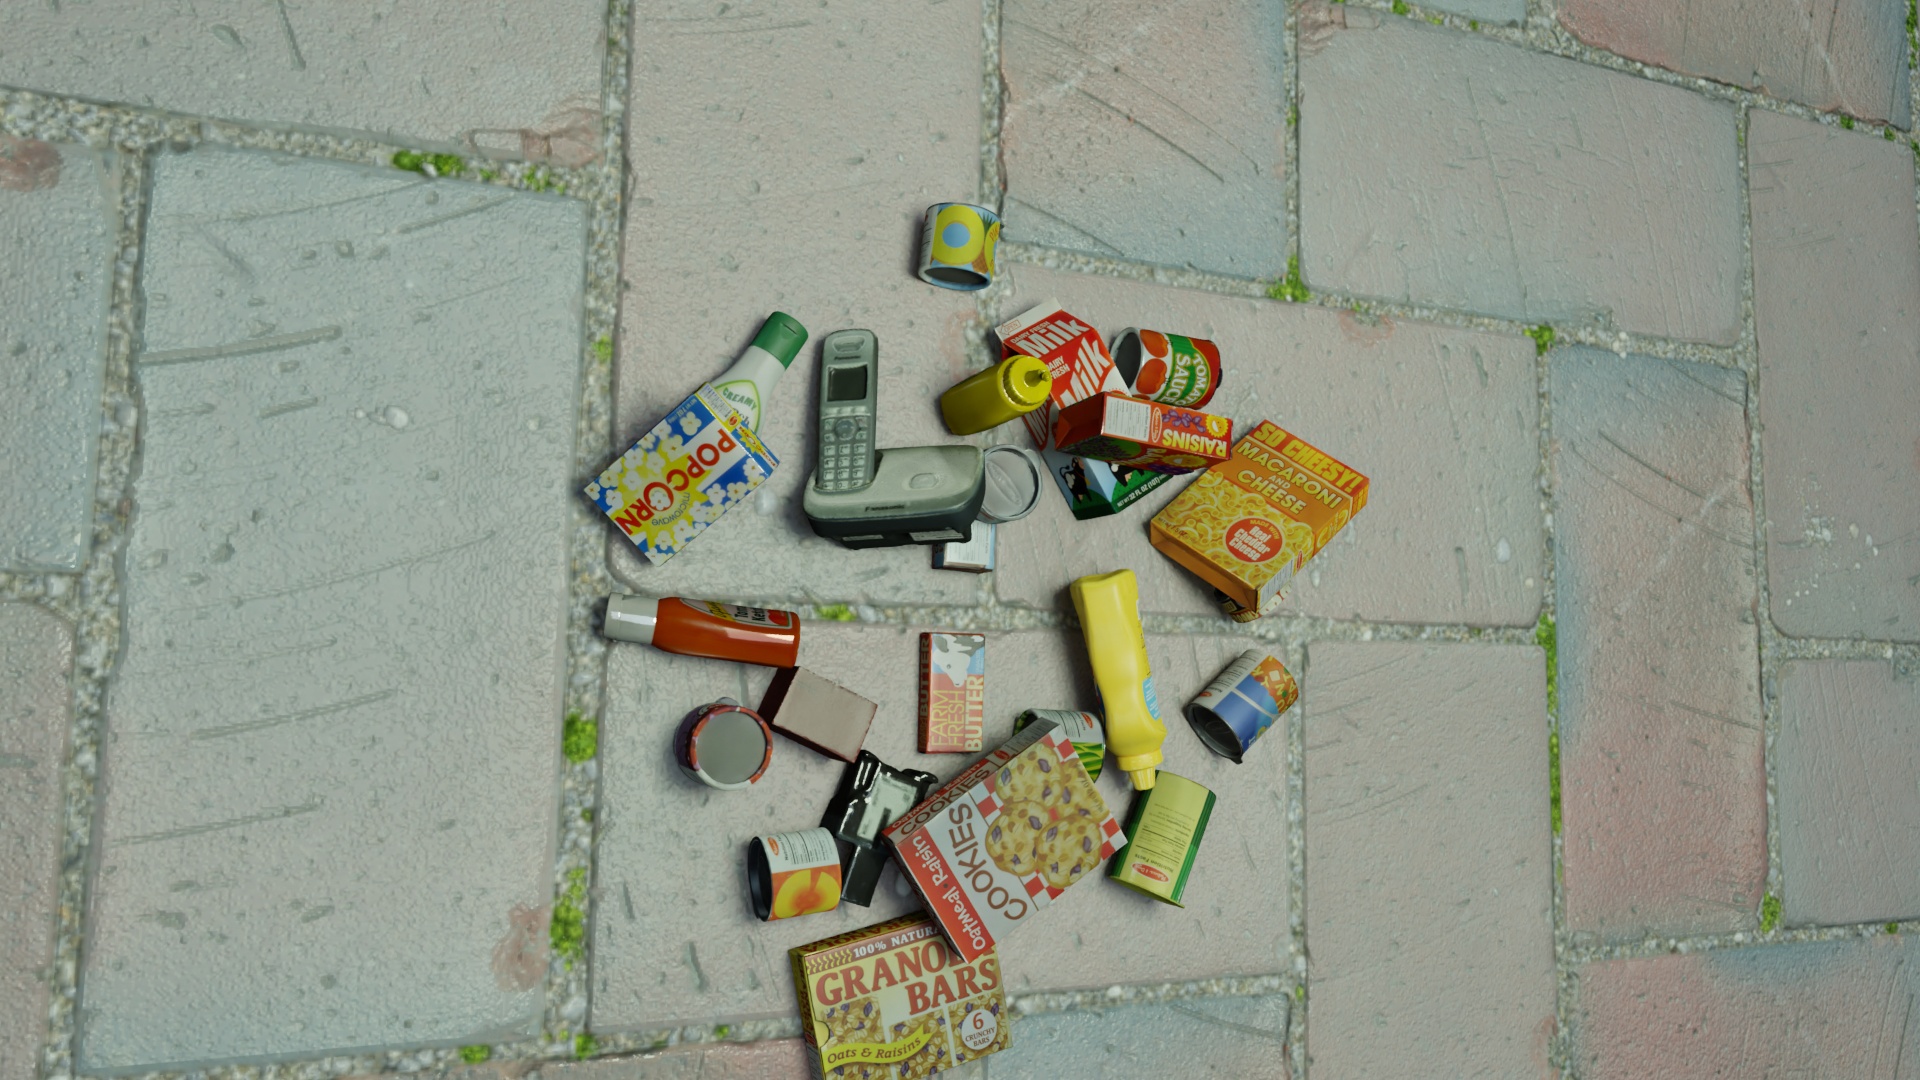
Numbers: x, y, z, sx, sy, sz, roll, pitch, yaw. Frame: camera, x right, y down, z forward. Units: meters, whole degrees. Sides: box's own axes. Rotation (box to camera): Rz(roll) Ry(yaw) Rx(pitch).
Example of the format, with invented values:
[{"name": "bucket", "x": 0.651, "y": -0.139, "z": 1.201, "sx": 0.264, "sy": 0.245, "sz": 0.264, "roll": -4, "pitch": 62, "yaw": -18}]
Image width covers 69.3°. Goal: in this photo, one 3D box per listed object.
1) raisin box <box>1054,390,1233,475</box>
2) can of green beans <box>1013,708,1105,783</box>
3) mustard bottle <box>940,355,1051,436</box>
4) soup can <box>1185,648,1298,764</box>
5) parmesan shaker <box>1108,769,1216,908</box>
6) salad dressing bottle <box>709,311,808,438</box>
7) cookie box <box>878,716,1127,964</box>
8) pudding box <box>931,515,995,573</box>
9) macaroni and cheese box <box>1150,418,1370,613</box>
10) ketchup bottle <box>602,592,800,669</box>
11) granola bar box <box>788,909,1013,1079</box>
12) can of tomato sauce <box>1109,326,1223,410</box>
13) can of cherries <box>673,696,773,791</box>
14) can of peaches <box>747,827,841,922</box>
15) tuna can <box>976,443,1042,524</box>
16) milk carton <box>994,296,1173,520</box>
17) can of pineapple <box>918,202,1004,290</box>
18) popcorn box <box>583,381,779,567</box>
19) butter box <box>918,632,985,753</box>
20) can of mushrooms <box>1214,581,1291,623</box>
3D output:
[{"name": "raisin box", "x": 0.153, "y": -0.088, "z": 1.164, "sx": 0.123, "sy": 0.086, "sz": 0.040, "roll": 9, "pitch": 80, "yaw": -22}, {"name": "can of green beans", "x": 0.084, "y": 0.179, "z": 1.199, "sx": 0.058, "sy": 0.071, "sz": 0.071, "roll": 6, "pitch": 82, "yaw": -22}, {"name": "mustard bottle", "x": 0.038, "y": -0.125, "z": 1.159, "sx": 0.065, "sy": 0.160, "sz": 0.049, "roll": -25, "pitch": 94, "yaw": -25}, {"name": "soup can", "x": 0.261, "y": 0.152, "z": 1.280, "sx": 0.084, "sy": 0.071, "sz": 0.071, "roll": -39, "pitch": 101, "yaw": -22}, {"name": "parmesan shaker", "x": 0.183, "y": 0.264, "z": 1.233, "sx": 0.071, "sy": 0.071, "sz": 0.103, "roll": 29, "pitch": 74, "yaw": -19}, {"name": "salad dressing bottle", "x": -0.177, "y": -0.119, "z": 1.127, "sx": 0.064, "sy": 0.044, "sz": 0.148, "roll": 35, "pitch": 72, "yaw": -14}, {"name": "cookie box", "x": 0.036, "y": 0.242, "z": 1.128, "sx": 0.168, "sy": 0.040, "sz": 0.122, "roll": -34, "pitch": 105, "yaw": -16}, {"name": "pudding box", "x": 0.004, "y": -0.015, "z": 1.204, "sx": 0.050, "sy": 0.030, "sz": 0.084, "roll": 5, "pitch": 82, "yaw": -22}, {"name": "macaroni and cheese box", "x": 0.276, "y": -0.026, "z": 1.281, "sx": 0.167, "sy": 0.040, "sz": 0.124, "roll": -40, "pitch": 57, "yaw": -22}, {"name": "ketchup bottle", "x": -0.203, "y": 0.069, "z": 1.089, "sx": 0.149, "sy": 0.065, "sz": 0.043, "roll": 9, "pitch": 100, "yaw": -14}, {"name": "granola bar box", "x": -0.046, "y": 0.375, "z": 1.137, "sx": 0.166, "sy": 0.039, "sz": 0.124, "roll": -10, "pitch": 89, "yaw": -25}, {"name": "can of tomato sauce", "x": 0.187, "y": -0.157, "z": 1.277, "sx": 0.083, "sy": 0.071, "sz": 0.071, "roll": 6, "pitch": 82, "yaw": -22}, {"name": "can of cherries", "x": -0.185, "y": 0.158, "z": 1.087, "sx": 0.071, "sy": 0.058, "sz": 0.071, "roll": 2, "pitch": 85, "yaw": -23}, {"name": "can of peaches", "x": -0.132, "y": 0.265, "z": 1.097, "sx": 0.058, "sy": 0.071, "sz": 0.071, "roll": -3, "pitch": 86, "yaw": -24}, {"name": "tuna can", "x": 0.035, "y": -0.049, "z": 1.185, "sx": 0.071, "sy": 0.032, "sz": 0.071, "roll": 2, "pitch": 84, "yaw": -24}, {"name": "milk carton", "x": 0.103, "y": -0.118, "z": 1.234, "sx": 0.072, "sy": 0.073, "sz": 0.190, "roll": -31, "pitch": 97, "yaw": -23}, {"name": "can of pineapple", "x": 0.001, "y": -0.254, "z": 1.206, "sx": 0.071, "sy": 0.071, "sz": 0.058, "roll": 10, "pitch": 82, "yaw": -23}, {"name": "popcorn box", "x": -0.214, "y": -0.050, "z": 1.068, "sx": 0.126, "sy": 0.038, "sz": 0.085, "roll": -37, "pitch": 103, "yaw": 19}, {"name": "butter box", "x": -0.008, "y": 0.130, "z": 1.186, "sx": 0.053, "sy": 0.024, "sz": 0.103, "roll": 5, "pitch": 83, "yaw": -24}, {"name": "can of mushrooms", "x": 0.271, "y": 0.046, "z": 1.295, "sx": 0.071, "sy": 0.071, "sz": 0.033, "roll": -43, "pitch": 103, "yaw": -21}]
